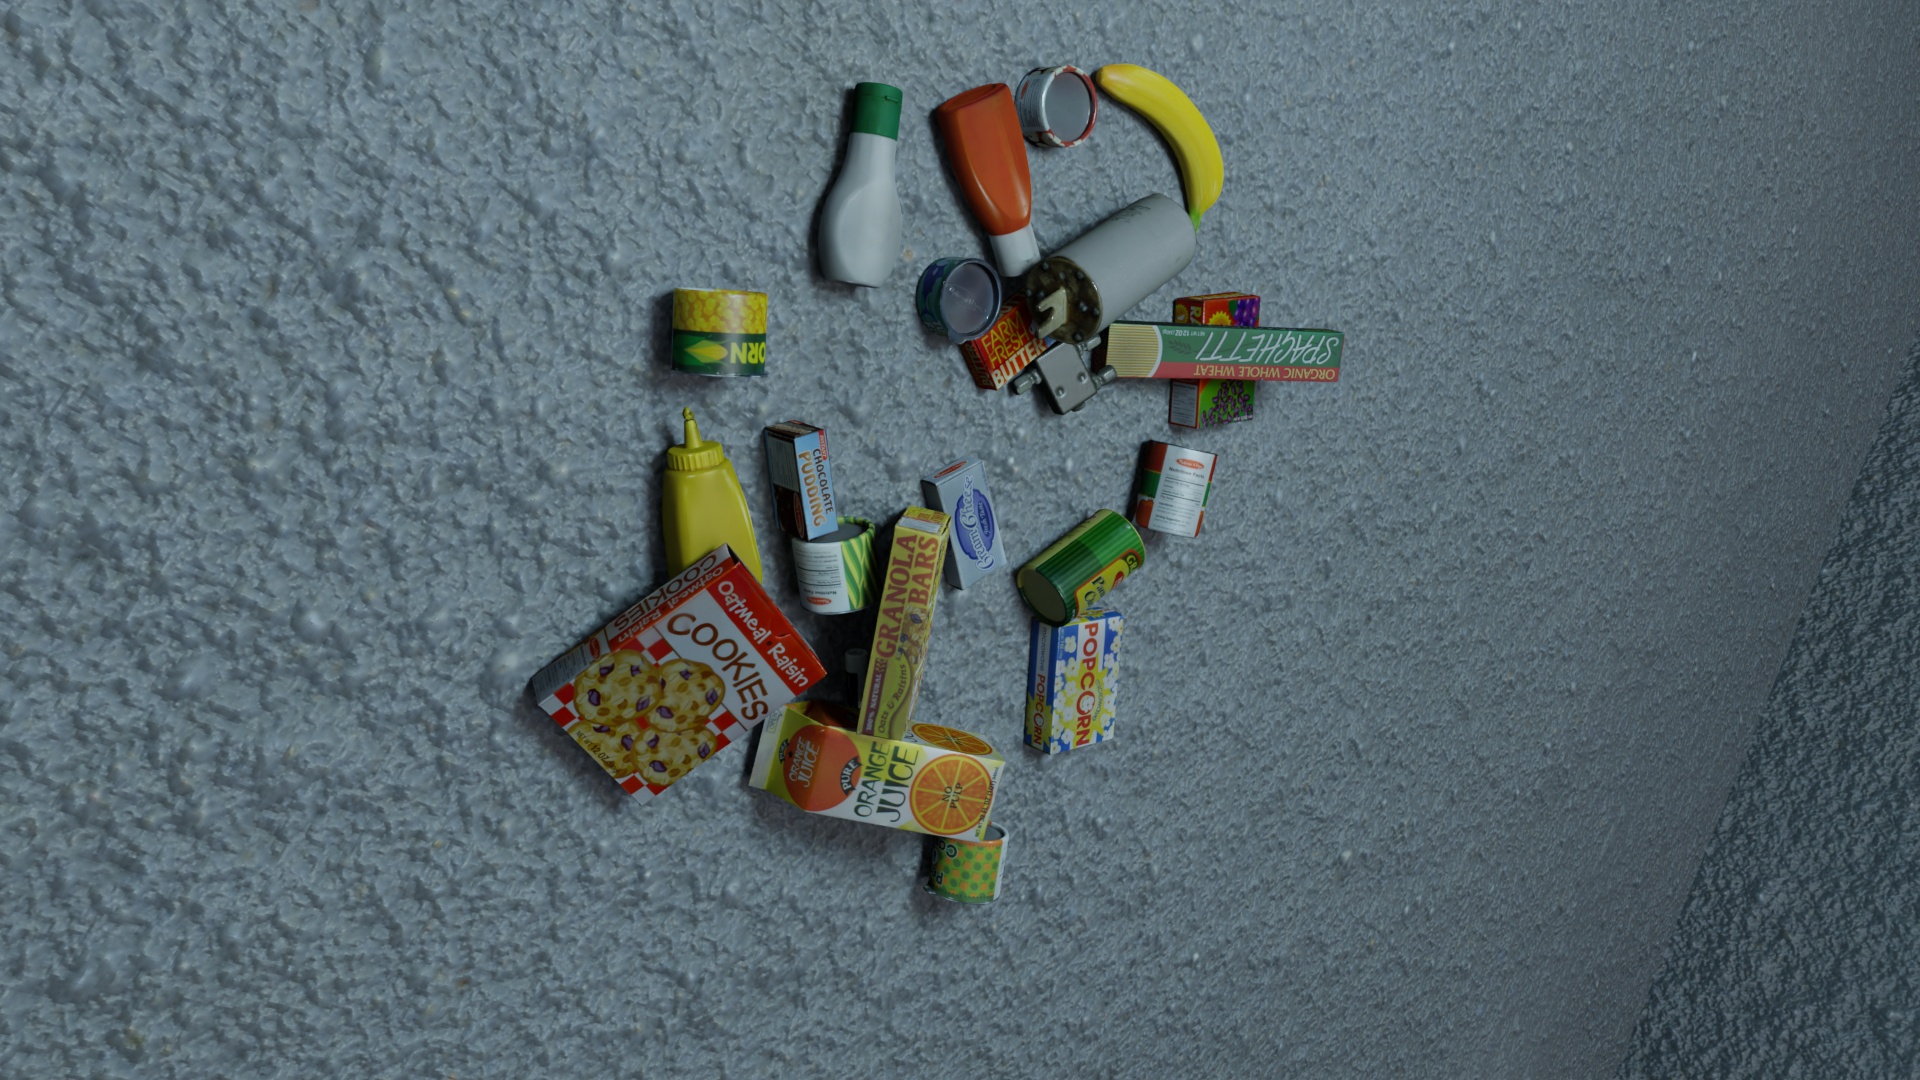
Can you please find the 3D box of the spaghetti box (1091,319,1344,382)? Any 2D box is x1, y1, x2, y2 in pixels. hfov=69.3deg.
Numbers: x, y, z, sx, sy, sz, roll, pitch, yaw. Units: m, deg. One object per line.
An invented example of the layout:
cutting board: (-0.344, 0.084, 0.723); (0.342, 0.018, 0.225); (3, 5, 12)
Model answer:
spaghetti box: (0.243, -0.175, 1.290); (0.250, 0.029, 0.050); (-1, 106, -19)

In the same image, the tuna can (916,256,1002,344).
tuna can: (-0.002, -0.195, 1.130); (0.071, 0.033, 0.071); (-12, 109, -38)

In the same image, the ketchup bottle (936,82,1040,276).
ketchup bottle: (0.030, -0.289, 1.125); (0.065, 0.043, 0.148); (-35, 122, -28)

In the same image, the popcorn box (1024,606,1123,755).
popcorn box: (0.107, 0.130, 1.304); (0.085, 0.038, 0.126); (-7, 106, -40)

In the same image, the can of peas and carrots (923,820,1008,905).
can of peas and carrots: (0.005, 0.284, 1.240); (0.071, 0.071, 0.058); (2, 99, -41)

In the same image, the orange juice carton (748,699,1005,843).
orange juice carton: (-0.069, 0.182, 1.117); (0.193, 0.073, 0.071); (14, 97, -16)

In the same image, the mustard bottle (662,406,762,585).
mustard bottle: (-0.185, -0.021, 1.007); (0.065, 0.049, 0.159); (-16, 111, -30)

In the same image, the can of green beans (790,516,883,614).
can of green beans: (-0.096, 0.018, 1.082); (0.071, 0.071, 0.057); (-21, 114, -35)

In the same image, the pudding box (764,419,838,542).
pudding box: (-0.121, -0.046, 1.055); (0.030, 0.050, 0.083); (-18, 112, -33)

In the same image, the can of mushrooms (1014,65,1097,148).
can of mushrooms: (0.082, -0.361, 1.158); (0.071, 0.033, 0.071); (-11, 108, -38)

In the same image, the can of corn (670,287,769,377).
can of corn: (-0.167, -0.146, 0.975); (0.071, 0.071, 0.058); (-5, 104, -40)

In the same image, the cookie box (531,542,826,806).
cookie box: (-0.198, 0.097, 0.994); (0.167, 0.040, 0.122); (-35, 125, -3)

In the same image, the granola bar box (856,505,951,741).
granola bar box: (-0.042, 0.063, 1.105); (0.039, 0.124, 0.165); (11, 98, 1)

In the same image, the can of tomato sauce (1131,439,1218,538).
can of tomato sauce: (0.203, -0.049, 1.324); (0.071, 0.071, 0.083); (8, 96, -42)

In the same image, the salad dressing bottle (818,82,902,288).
salad dressing bottle: (-0.071, -0.266, 1.046); (0.064, 0.044, 0.147); (4, 98, -39)

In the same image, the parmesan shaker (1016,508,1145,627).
parmesan shaker: (0.109, 0.026, 1.262); (0.103, 0.071, 0.071); (-35, 122, -28)

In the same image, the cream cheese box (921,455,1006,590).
cream cheese box: (0.004, -0.015, 1.187); (0.053, 0.024, 0.103); (-30, 119, -31)

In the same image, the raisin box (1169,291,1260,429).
raisin box: (0.246, -0.175, 1.344); (0.086, 0.040, 0.123); (-12, 110, -37)

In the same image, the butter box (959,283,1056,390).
butter box: (0.048, -0.177, 1.182); (0.104, 0.024, 0.053); (-41, 124, -25)
